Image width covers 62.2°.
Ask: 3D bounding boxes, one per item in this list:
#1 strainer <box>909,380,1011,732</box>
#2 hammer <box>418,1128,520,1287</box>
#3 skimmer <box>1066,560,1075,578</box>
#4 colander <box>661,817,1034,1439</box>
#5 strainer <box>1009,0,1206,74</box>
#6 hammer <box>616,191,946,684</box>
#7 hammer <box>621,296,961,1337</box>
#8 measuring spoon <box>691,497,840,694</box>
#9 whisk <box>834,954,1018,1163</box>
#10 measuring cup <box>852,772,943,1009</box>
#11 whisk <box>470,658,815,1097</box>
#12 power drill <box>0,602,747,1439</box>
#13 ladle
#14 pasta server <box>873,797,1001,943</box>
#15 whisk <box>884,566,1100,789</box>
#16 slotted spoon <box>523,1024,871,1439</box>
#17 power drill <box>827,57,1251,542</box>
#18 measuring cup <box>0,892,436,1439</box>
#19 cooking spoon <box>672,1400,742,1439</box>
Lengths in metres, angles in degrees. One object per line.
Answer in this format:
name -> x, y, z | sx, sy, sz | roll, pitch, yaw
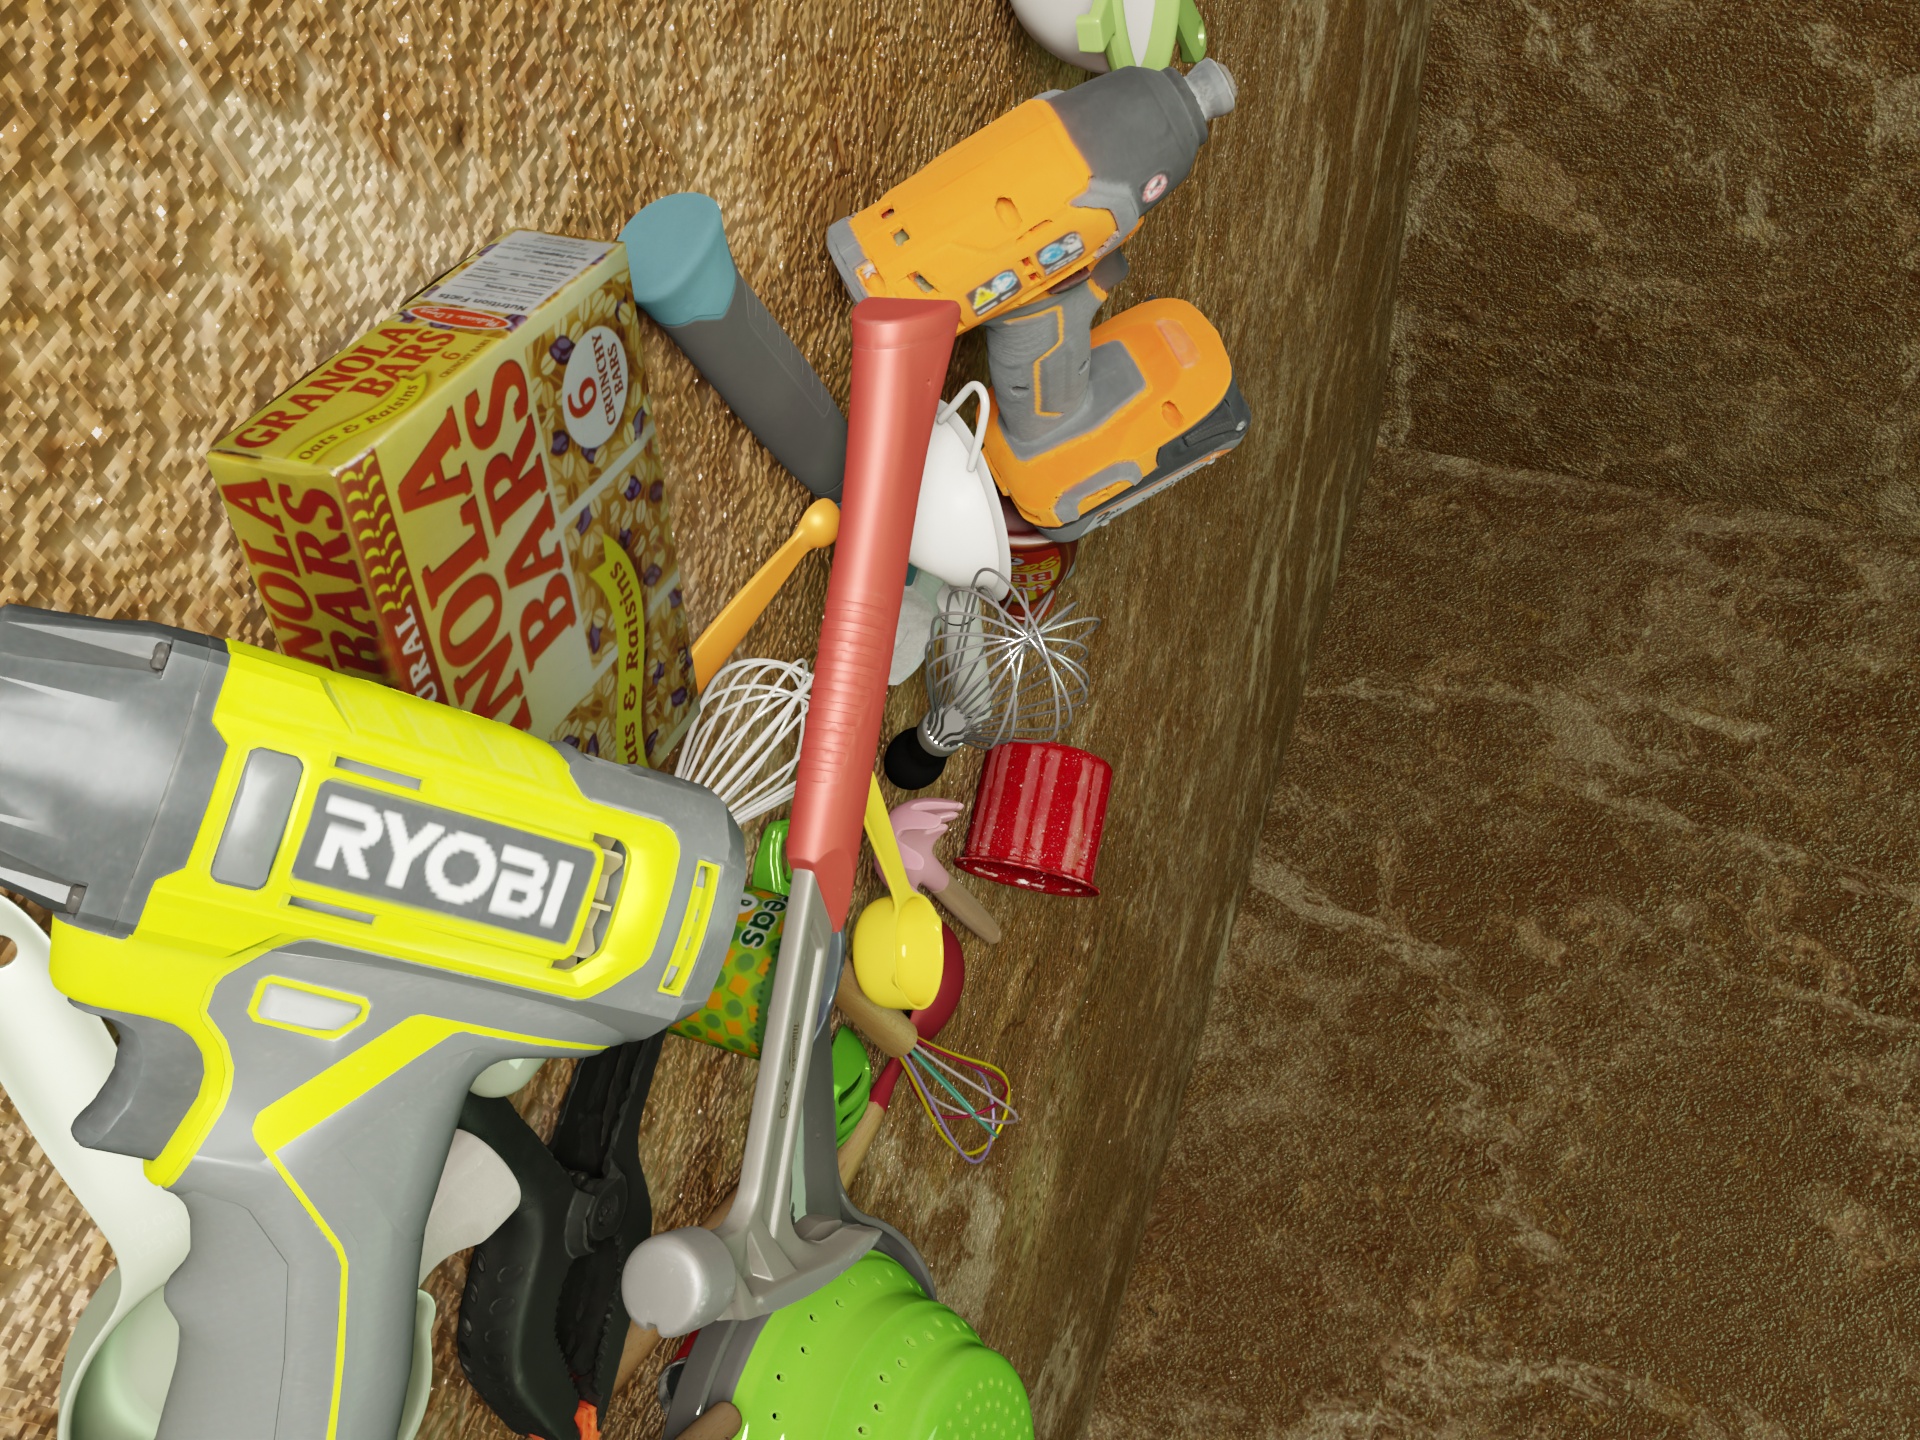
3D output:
strainer -> -0.003, -0.054, 0.699 | 0.050, 0.087, 0.258 | -25, 153, -8
hammer -> -0.179, 0.279, 0.502 | 0.130, 0.031, 0.331 | -44, 148, -45
skimmer -> 0.064, -0.173, 0.854 | 0.127, 0.090, 0.363 | -40, 152, -17
colander -> -0.036, 0.240, 0.682 | 0.204, 0.094, 0.397 | -3, 90, -59
strainer -> 0.068, -0.360, 0.755 | 0.256, 0.069, 0.151 | -17, 110, -73
hammer -> -0.052, -0.105, 0.629 | 0.330, 0.033, 0.128 | 46, 58, -70
hammer -> -0.042, 0.026, 0.571 | 0.149, 0.037, 0.359 | 20, 79, -69
measuring spoon -> -0.079, -0.034, 0.576 | 0.117, 0.011, 0.021 | -53, 156, -13
whisk -> -0.023, 0.178, 0.865 | 0.047, 0.051, 0.244 | -34, 139, 0
measuring cup -> -0.045, 0.069, 0.771 | 0.062, 0.029, 0.156 | -49, 126, -60
whisk -> -0.097, 0.041, 0.541 | 0.059, 0.058, 0.246 | -46, -174, 34
power drill -> -0.153, 0.097, 0.300 | 0.171, 0.080, 0.223 | 20, 83, -29
ladle -> -0.061, 0.236, 0.886 | 0.069, 0.031, 0.316 | 85, 26, -43
pasta server -> -0.002, 0.103, 0.949 | 0.316, 0.040, 0.060 | 57, 53, -69
whisk -> -0.001, -0.001, 0.701 | 0.284, 0.070, 0.070 | 134, -24, -73
slotted spoon -> -0.109, 0.234, 0.726 | 0.314, 0.031, 0.070 | -41, 143, -60
power drill -> 0.057, -0.177, 0.681 | 0.084, 0.164, 0.226 | 64, 9, 24
measuring cup -> -0.178, 0.107, 0.351 | 0.083, 0.038, 0.167 | -27, 109, -24
cooking spoon -> -0.167, 0.303, 0.482 | 0.319, 0.017, 0.068 | -24, 133, -58
